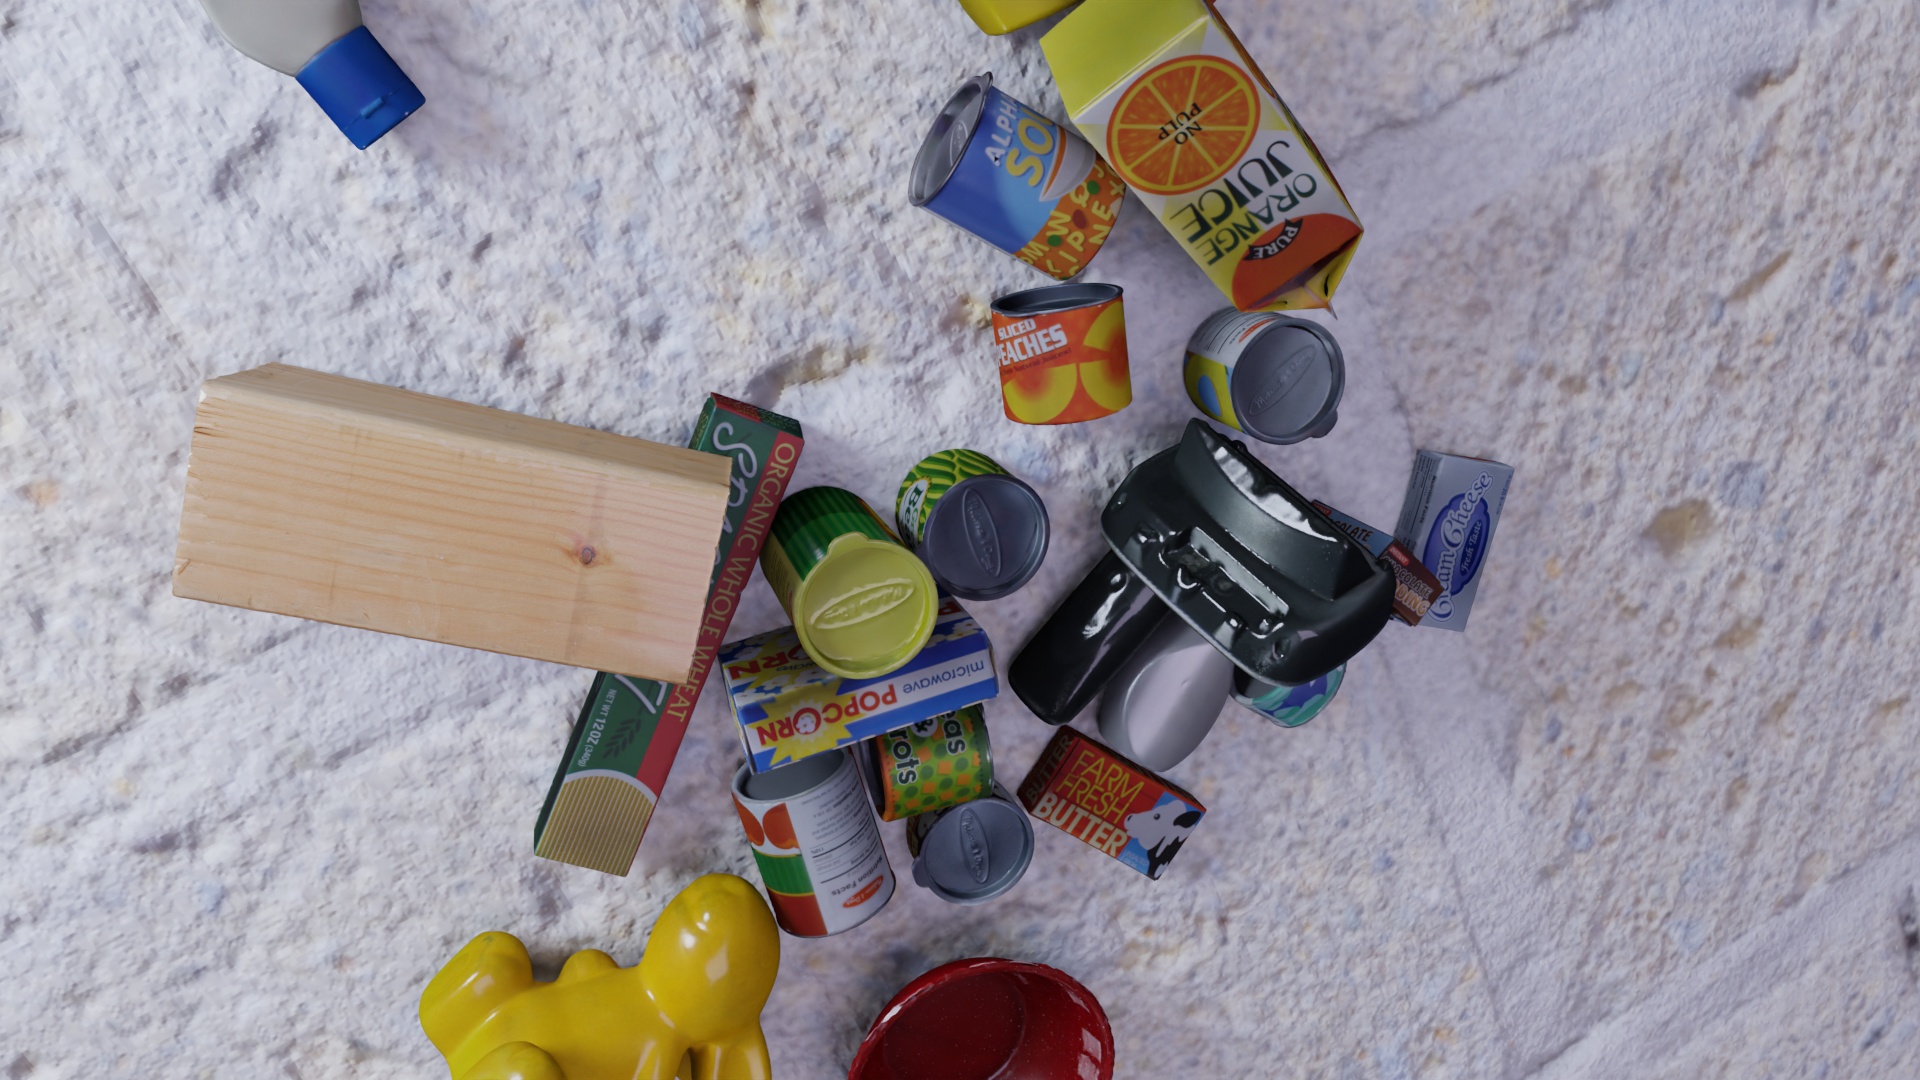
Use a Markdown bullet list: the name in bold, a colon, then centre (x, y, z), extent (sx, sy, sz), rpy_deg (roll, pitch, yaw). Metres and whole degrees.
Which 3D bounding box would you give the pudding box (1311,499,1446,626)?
- **pudding box**: centre (0.223, 0.012, 0.771), extent (0.049, 0.084, 0.030), rpy_deg (39, 92, -24)

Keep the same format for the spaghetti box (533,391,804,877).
- **spaghetti box**: centre (-0.146, 0.049, 0.692), extent (0.050, 0.029, 0.249), rpy_deg (20, 99, -21)

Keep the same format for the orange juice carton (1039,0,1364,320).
- **orange juice carton**: centre (0.127, -0.180, 0.663), extent (0.073, 0.072, 0.192), rpy_deg (-34, 134, 22)

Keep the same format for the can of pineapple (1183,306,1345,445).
- **can of pineapple**: centre (0.160, -0.087, 0.735), extent (0.071, 0.058, 0.070), rpy_deg (-5, 108, -16)

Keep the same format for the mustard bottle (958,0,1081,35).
- **mustard bottle**: centre (0.007, -0.313, 0.622), extent (0.065, 0.049, 0.159), rpy_deg (-26, 112, -9)

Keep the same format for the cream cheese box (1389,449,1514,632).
- **cream cheese box**: centre (0.284, 0.000, 0.820), extent (0.053, 0.024, 0.103), rpy_deg (8, 103, -19)

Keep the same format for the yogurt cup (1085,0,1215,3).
- **yogurt cup**: centre (0.095, -0.282, 0.653), extent (0.054, 0.072, 0.072), rpy_deg (9, 103, -29)

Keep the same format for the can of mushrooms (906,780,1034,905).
- **can of mushrooms**: centre (0.003, 0.166, 0.773), extent (0.071, 0.033, 0.070), rpy_deg (-6, 108, -17)

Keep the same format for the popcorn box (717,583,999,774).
- **popcorn box**: centre (-0.053, 0.066, 0.696), extent (0.127, 0.085, 0.038), rpy_deg (-16, 110, -12)

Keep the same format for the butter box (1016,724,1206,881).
- **butter box**: centre (0.088, 0.152, 0.801), extent (0.103, 0.024, 0.053), rpy_deg (32, 95, -23)

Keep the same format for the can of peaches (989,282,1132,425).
- **can of peaches**: centre (0.049, -0.093, 0.691), extent (0.071, 0.071, 0.057), rpy_deg (-13, 111, -14)

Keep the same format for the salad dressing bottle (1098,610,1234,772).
- **salad dressing bottle**: centre (0.133, 0.057, 0.778), extent (0.064, 0.044, 0.147), rpy_deg (29, 94, -21)

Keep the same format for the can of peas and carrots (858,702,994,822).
- **can of peas and carrots**: centre (-0.019, 0.108, 0.729), extent (0.059, 0.071, 0.070), rpy_deg (-12, 109, -14)

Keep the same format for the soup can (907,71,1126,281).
- **soup can**: centre (0.029, -0.172, 0.660), extent (0.084, 0.071, 0.071), rpy_deg (23, 98, -23)

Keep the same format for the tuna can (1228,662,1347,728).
- **tuna can**: centre (0.184, 0.067, 0.784), extent (0.033, 0.071, 0.071), rpy_deg (29, 96, -23)

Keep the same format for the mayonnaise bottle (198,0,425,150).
- **mayonnaise bottle**: centre (-0.282, -0.228, 0.559), extent (0.065, 0.041, 0.147), rpy_deg (-39, 115, -2)

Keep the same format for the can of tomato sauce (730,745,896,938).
- **can of tomato sauce**: centre (-0.078, 0.153, 0.727), extent (0.071, 0.071, 0.082), rpy_deg (-20, 111, -11)

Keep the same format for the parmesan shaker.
- **parmesan shaker**: centre (-0.057, 0.014, 0.670), extent (0.071, 0.103, 0.071), rpy_deg (-5, 108, -17)

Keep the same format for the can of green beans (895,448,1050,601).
- **can of green beans**: centre (0.005, -0.009, 0.707), extent (0.071, 0.058, 0.071), rpy_deg (-5, 108, -17)
